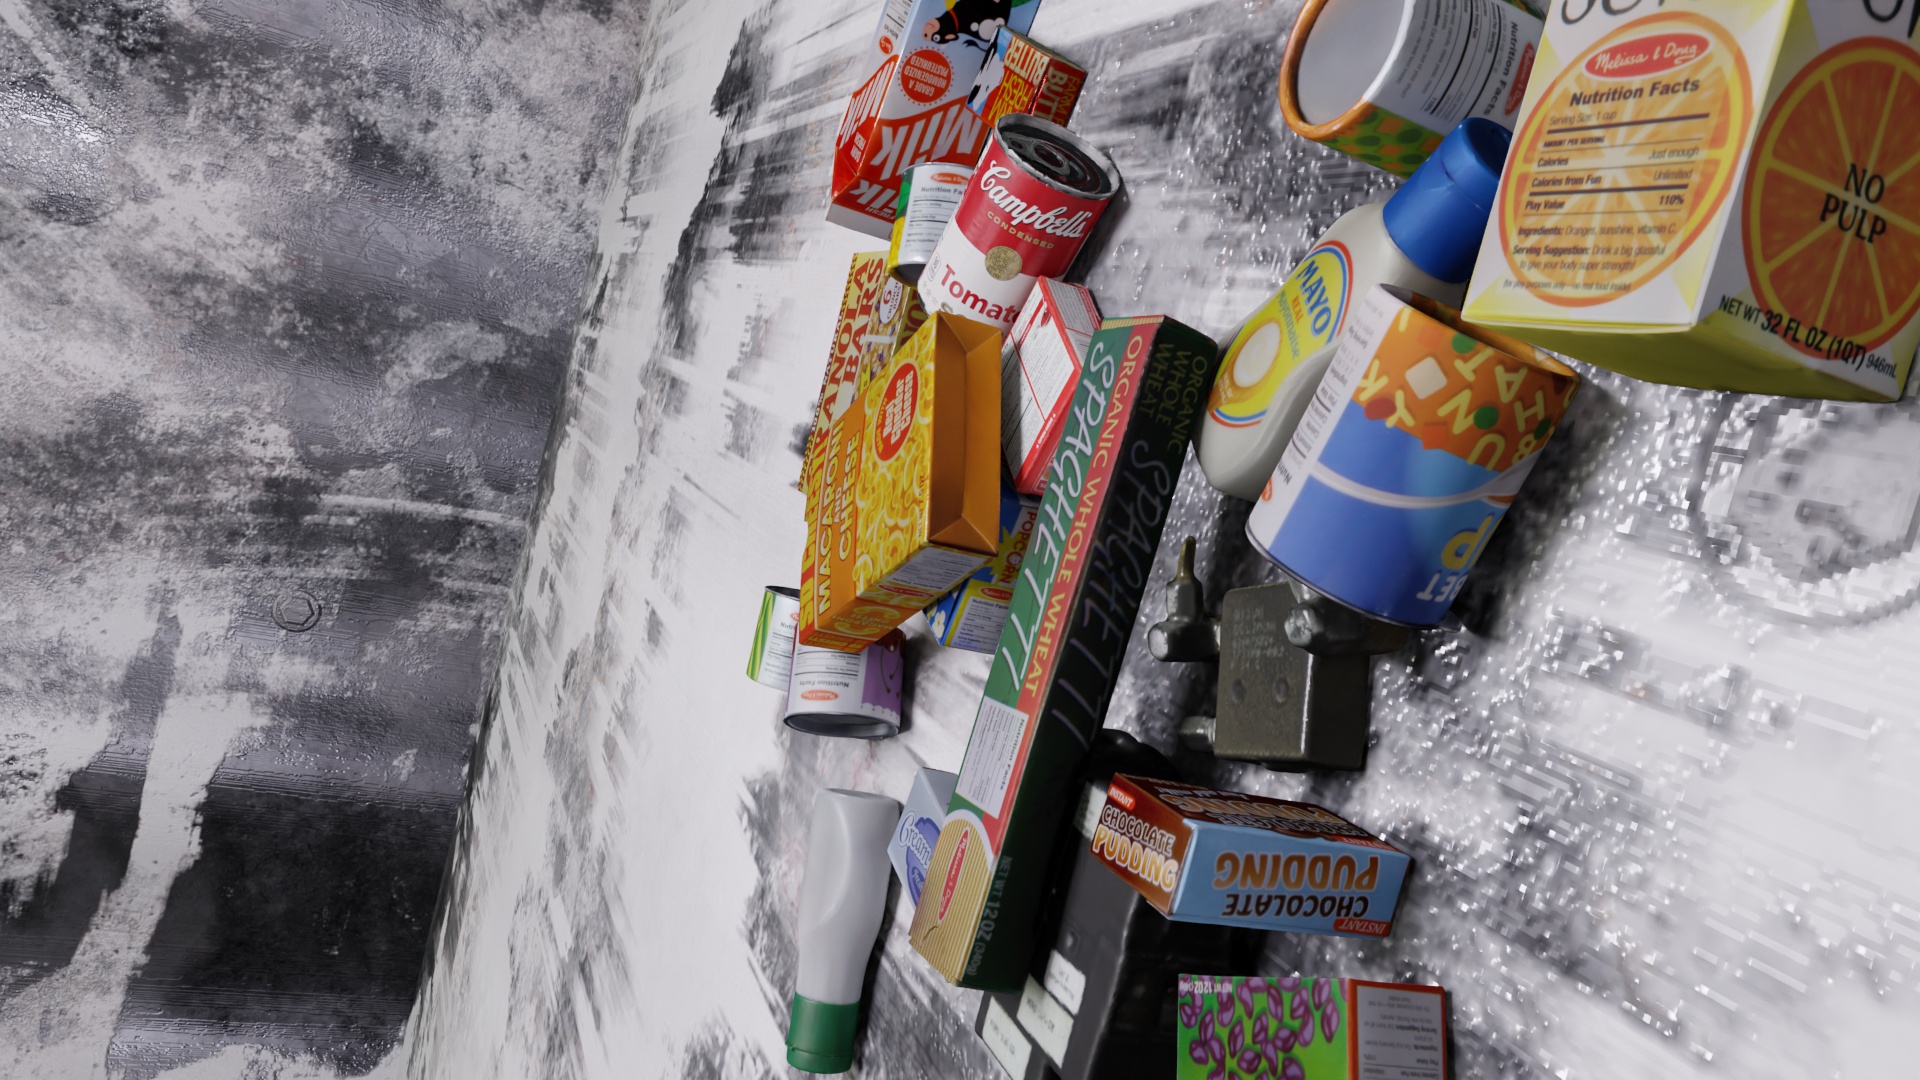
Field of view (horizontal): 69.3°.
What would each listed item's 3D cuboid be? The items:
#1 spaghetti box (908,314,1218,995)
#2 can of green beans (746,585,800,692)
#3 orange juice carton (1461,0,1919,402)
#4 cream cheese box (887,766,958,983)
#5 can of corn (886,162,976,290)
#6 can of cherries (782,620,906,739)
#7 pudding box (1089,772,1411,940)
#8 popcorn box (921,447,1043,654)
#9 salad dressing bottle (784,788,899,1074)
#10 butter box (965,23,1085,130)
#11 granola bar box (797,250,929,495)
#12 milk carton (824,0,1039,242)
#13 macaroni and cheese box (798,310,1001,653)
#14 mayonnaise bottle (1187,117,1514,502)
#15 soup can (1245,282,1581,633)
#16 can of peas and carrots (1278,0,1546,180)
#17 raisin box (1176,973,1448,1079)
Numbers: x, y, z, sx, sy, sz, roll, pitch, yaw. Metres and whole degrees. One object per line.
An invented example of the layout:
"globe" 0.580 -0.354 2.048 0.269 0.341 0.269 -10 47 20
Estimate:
"spaghetti box" 0.037 0.038 0.513 0.050 0.029 0.250 10 82 67
"can of green beans" -0.097 0.064 0.874 0.071 0.071 0.057 17 95 66
"orange juice carton" 0.195 -0.135 0.329 0.073 0.072 0.192 25 101 65
"cream cheese box" -0.005 0.161 0.676 0.053 0.024 0.104 -69 25 17
"can of corn" -0.005 -0.175 0.795 0.071 0.071 0.058 -4 75 65
"can of cherries" -0.065 0.080 0.801 0.071 0.071 0.058 -31 50 58
"pudding box" 0.089 0.098 0.429 0.050 0.084 0.030 25 101 66
"popcorn box" 0.003 -0.009 0.727 0.085 0.038 0.127 -69 26 21
"salad dressing bottle" -0.067 0.213 0.765 0.064 0.044 0.147 -3 76 63
"butter box" 0.035 -0.258 0.795 0.053 0.024 0.104 -66 26 22
"granola bar box" -0.052 -0.100 0.889 0.124 0.039 0.165 22 99 65
"milk carton" -0.022 -0.279 0.873 0.189 0.072 0.074 -66 27 22
"macaroni and cheese box" -0.035 -0.024 0.716 0.165 0.040 0.124 -37 45 55
"mayonnaise bottle" 0.133 -0.076 0.471 0.147 0.041 0.065 -51 33 46
"soup can" 0.136 -0.024 0.415 0.083 0.071 0.071 -66 26 22
"can of peas and carrots" 0.147 -0.156 0.460 0.070 0.059 0.071 -41 42 53
"raisin box" 0.102 0.194 0.410 0.086 0.040 0.124 -30 51 58
